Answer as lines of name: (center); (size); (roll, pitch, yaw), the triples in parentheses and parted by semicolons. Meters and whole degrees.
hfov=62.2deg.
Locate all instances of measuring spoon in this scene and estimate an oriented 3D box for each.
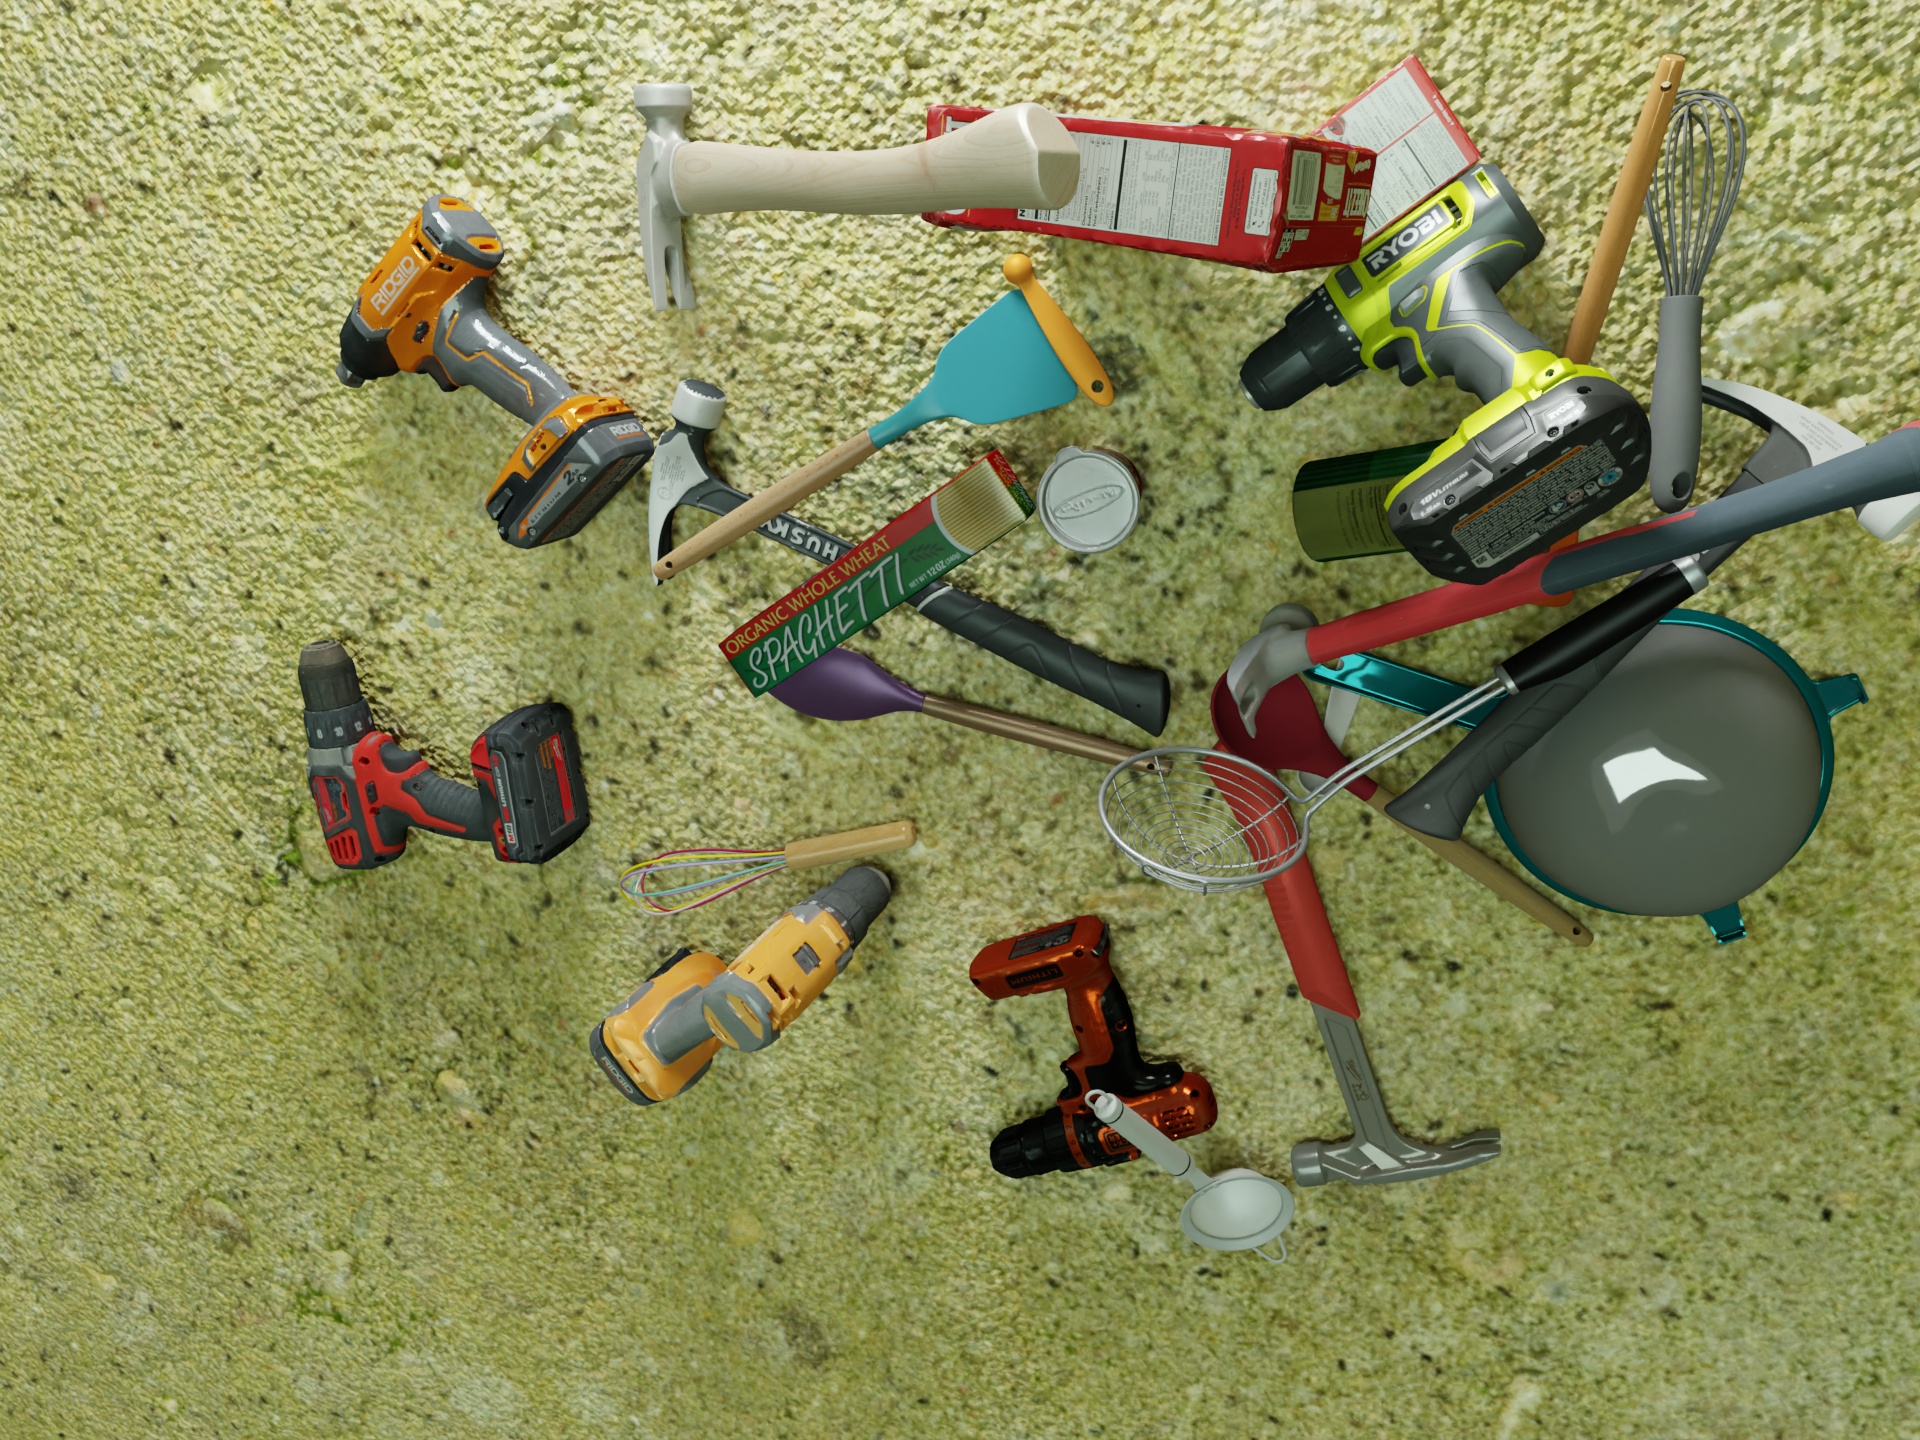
measuring spoon: (0.256, -0.008, 1.075); (0.034, 0.018, 0.124); (14, 105, 4)
measuring spoon: (0.065, -0.255, 1.042); (0.021, 0.011, 0.117); (-34, 95, 6)

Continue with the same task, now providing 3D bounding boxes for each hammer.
hammer: (-0.039, -0.090, 1.121); (0.409, 0.036, 0.149); (26, 115, 6)
hammer: (-0.080, -0.307, 0.934); (0.411, 0.038, 0.146); (21, 118, 48)
hammer: (0.336, -0.079, 0.889); (0.386, 0.143, 0.038); (-18, 105, 29)
hammer: (0.383, -0.054, 0.947); (0.334, 0.035, 0.146); (-47, 66, 13)
hammer: (0.259, 0.166, 1.120); (0.149, 0.037, 0.359); (-16, 103, 21)

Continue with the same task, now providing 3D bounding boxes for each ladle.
ladle: (0.297, 0.061, 1.064); (0.315, 0.031, 0.069); (34, 88, -5)

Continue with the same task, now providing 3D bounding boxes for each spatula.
spatula: (0.364, -0.218, 0.933); (0.081, 0.041, 0.322); (16, 126, 14)
spatula: (-0.076, -0.176, 1.076); (0.317, 0.044, 0.082); (-28, 96, 16)
spatula: (-0.002, -0.004, 1.148); (0.316, 0.018, 0.059); (14, 113, 13)

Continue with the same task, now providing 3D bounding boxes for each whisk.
whisk: (0.413, -0.238, 0.905); (0.055, 0.055, 0.239); (3, 95, 15)
whisk: (-0.149, 0.111, 1.220); (0.245, 0.051, 0.047); (-12, 98, 14)

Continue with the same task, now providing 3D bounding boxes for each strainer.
strainer: (0.378, 0.022, 0.999); (0.340, 0.095, 0.211); (19, 112, 7)
strainer: (0.166, 0.324, 1.156); (0.087, 0.050, 0.258); (-34, 127, 18)

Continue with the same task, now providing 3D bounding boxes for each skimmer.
skimmer: (0.255, -0.009, 0.932); (0.363, 0.127, 0.090); (-33, 125, 15)

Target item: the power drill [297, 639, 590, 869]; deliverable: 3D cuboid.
power drill: (-0.419, 0.027, 1.253); (0.227, 0.080, 0.187); (0, 108, 20)

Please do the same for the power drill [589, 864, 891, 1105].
power drill: (-0.160, 0.193, 1.200); (0.226, 0.185, 0.084); (-32, 98, 43)

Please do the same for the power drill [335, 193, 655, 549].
power drill: (-0.344, -0.235, 1.138); (0.164, 0.084, 0.226); (-39, 90, 25)

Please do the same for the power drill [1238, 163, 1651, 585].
power drill: (0.269, -0.192, 0.911); (0.190, 0.229, 0.080); (-34, 138, 23)
